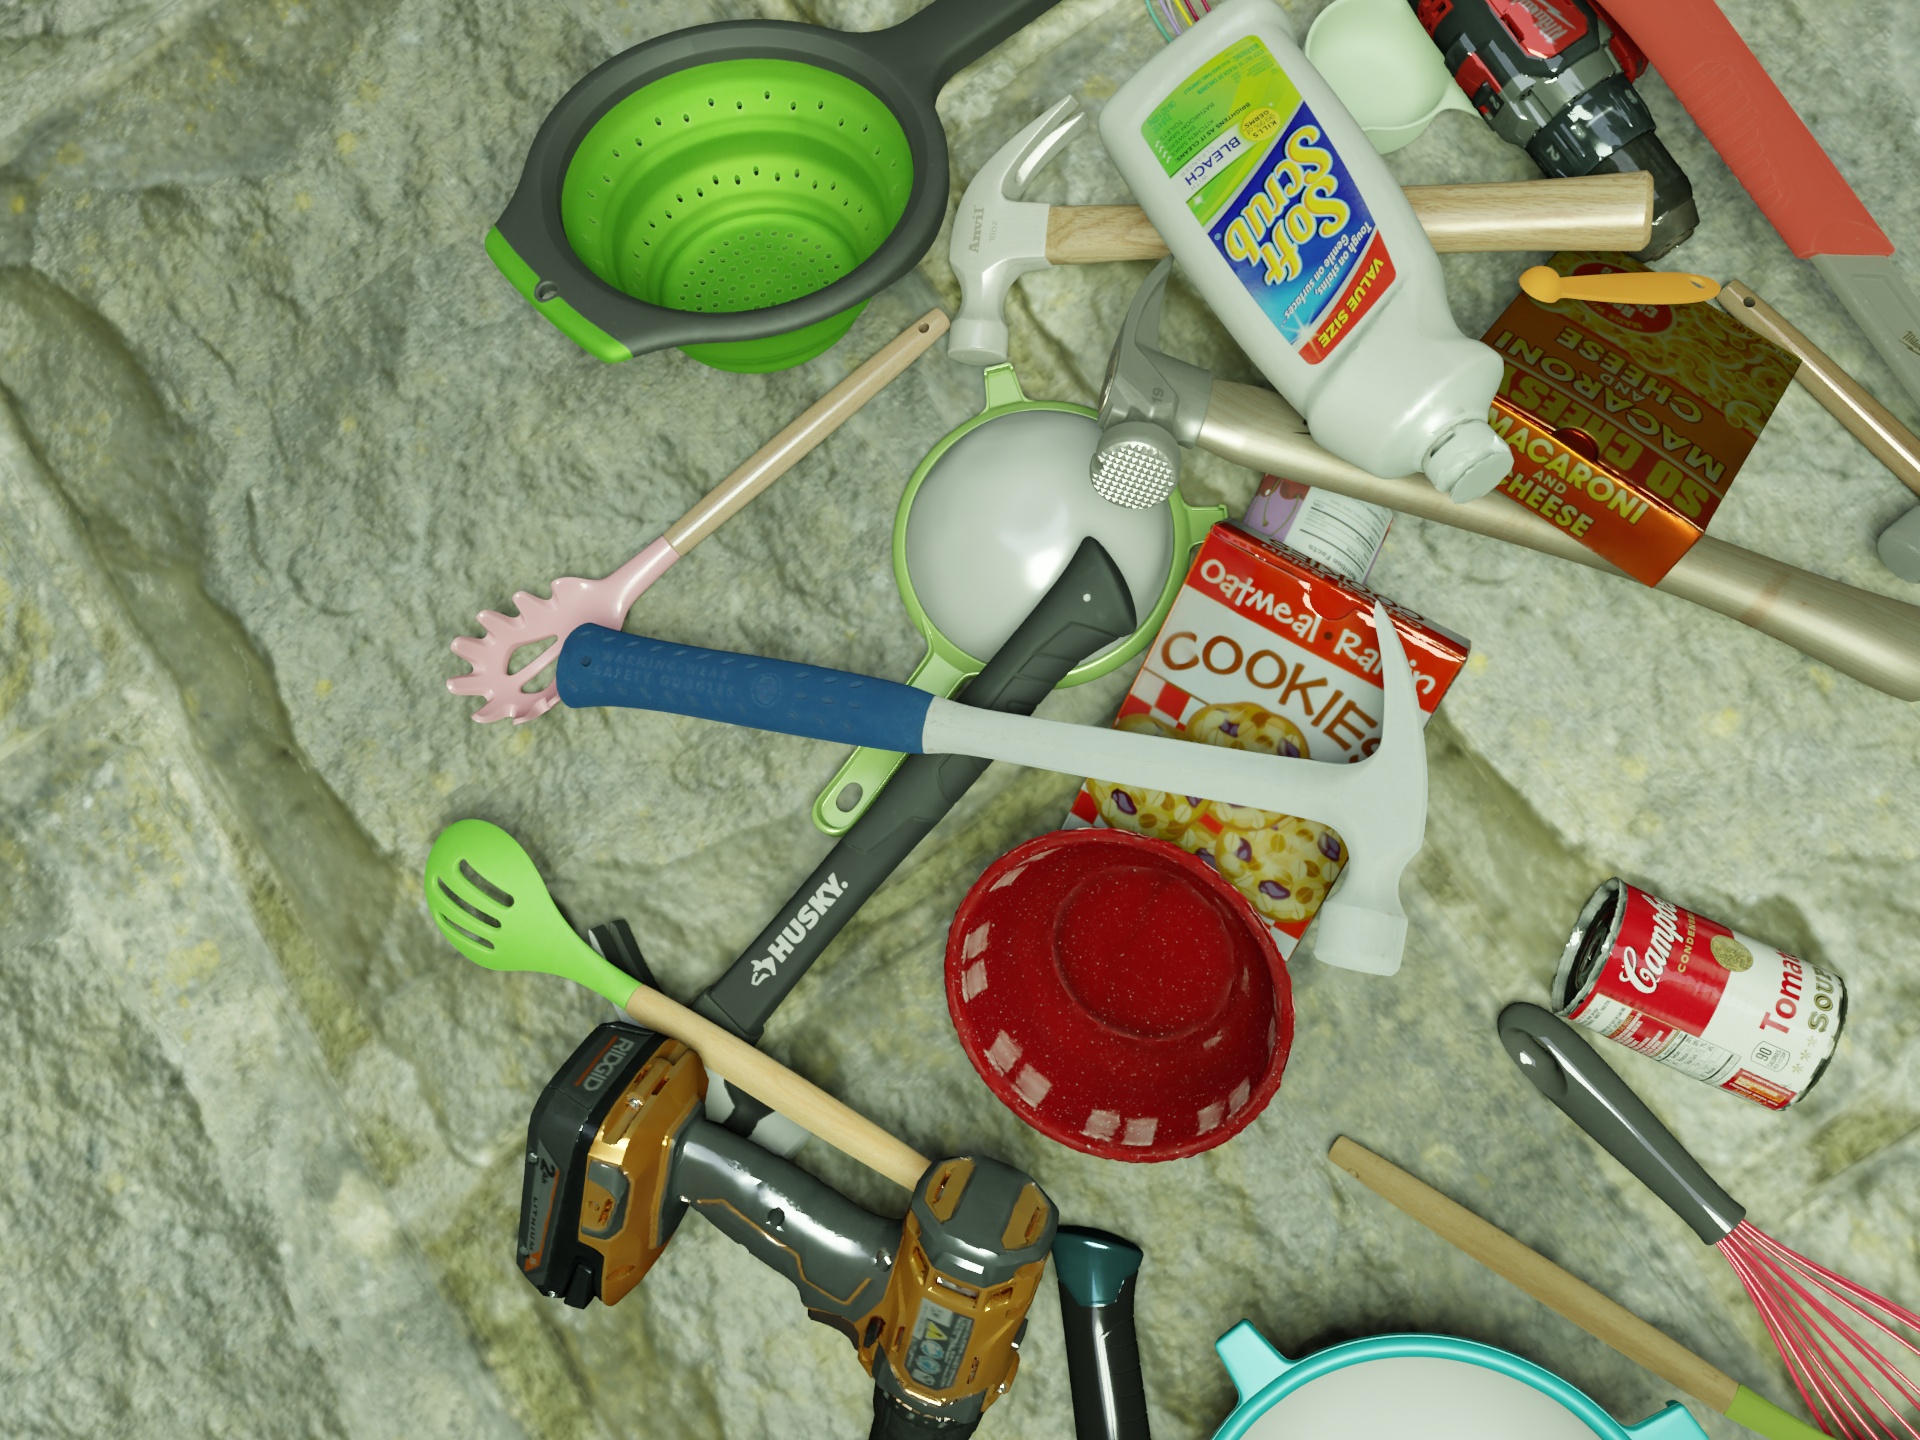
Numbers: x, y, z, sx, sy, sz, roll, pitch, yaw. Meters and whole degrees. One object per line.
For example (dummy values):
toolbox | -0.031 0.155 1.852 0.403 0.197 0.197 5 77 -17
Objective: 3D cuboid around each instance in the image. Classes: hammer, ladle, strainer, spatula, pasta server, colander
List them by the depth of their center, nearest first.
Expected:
ladle | 0.291 0.276 0.665 0.320 0.078 0.062 30 51 27
strainer | 0.188 0.424 0.669 0.211 0.095 0.340 7 85 11
hammer | -0.001 -0.002 0.698 0.405 0.035 0.144 10 86 23
hammer | 0.377 -0.242 0.704 0.149 0.037 0.359 -40 95 -5
hammer | 0.080 0.398 0.717 0.128 0.033 0.331 -7 81 5
hammer | 0.262 -0.099 0.722 0.410 0.038 0.146 17 50 -5
spatula | 0.472 -0.093 0.744 0.060 0.018 0.316 -42 79 6
hammer | -0.039 0.049 0.750 0.146 0.035 0.334 43 101 11
hammer | 0.154 -0.241 0.767 0.331 0.031 0.130 3 85 20
strainer | 0.005 -0.051 0.774 0.151 0.069 0.256 36 86 11
colander | -0.045 -0.293 0.814 0.397 0.094 0.205 -40 68 -16
pasta server | -0.129 -0.109 0.817 0.316 0.040 0.060 -40 85 -1

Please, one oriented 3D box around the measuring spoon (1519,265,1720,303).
measuring spoon | 0.306 -0.202 0.730 0.117 0.011 0.021 -6 55 -22

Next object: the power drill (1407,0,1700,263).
power drill | 0.347 -0.342 0.755 0.226 0.080 0.188 -34 85 -3

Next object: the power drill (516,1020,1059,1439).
power drill | -0.081 0.248 0.713 0.226 0.084 0.185 19 120 10

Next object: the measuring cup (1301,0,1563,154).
measuring cup | 0.247 -0.305 0.801 0.167 0.038 0.083 21 78 -3

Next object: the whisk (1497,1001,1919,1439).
whisk | 0.350 0.236 0.694 0.073 0.073 0.296 -43 73 0

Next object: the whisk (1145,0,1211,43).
whisk | 0.150 -0.301 0.806 0.051 0.047 0.245 -25 83 22

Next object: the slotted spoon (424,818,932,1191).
slotted spoon | -0.131 0.142 0.746 0.314 0.031 0.070 29 109 11
